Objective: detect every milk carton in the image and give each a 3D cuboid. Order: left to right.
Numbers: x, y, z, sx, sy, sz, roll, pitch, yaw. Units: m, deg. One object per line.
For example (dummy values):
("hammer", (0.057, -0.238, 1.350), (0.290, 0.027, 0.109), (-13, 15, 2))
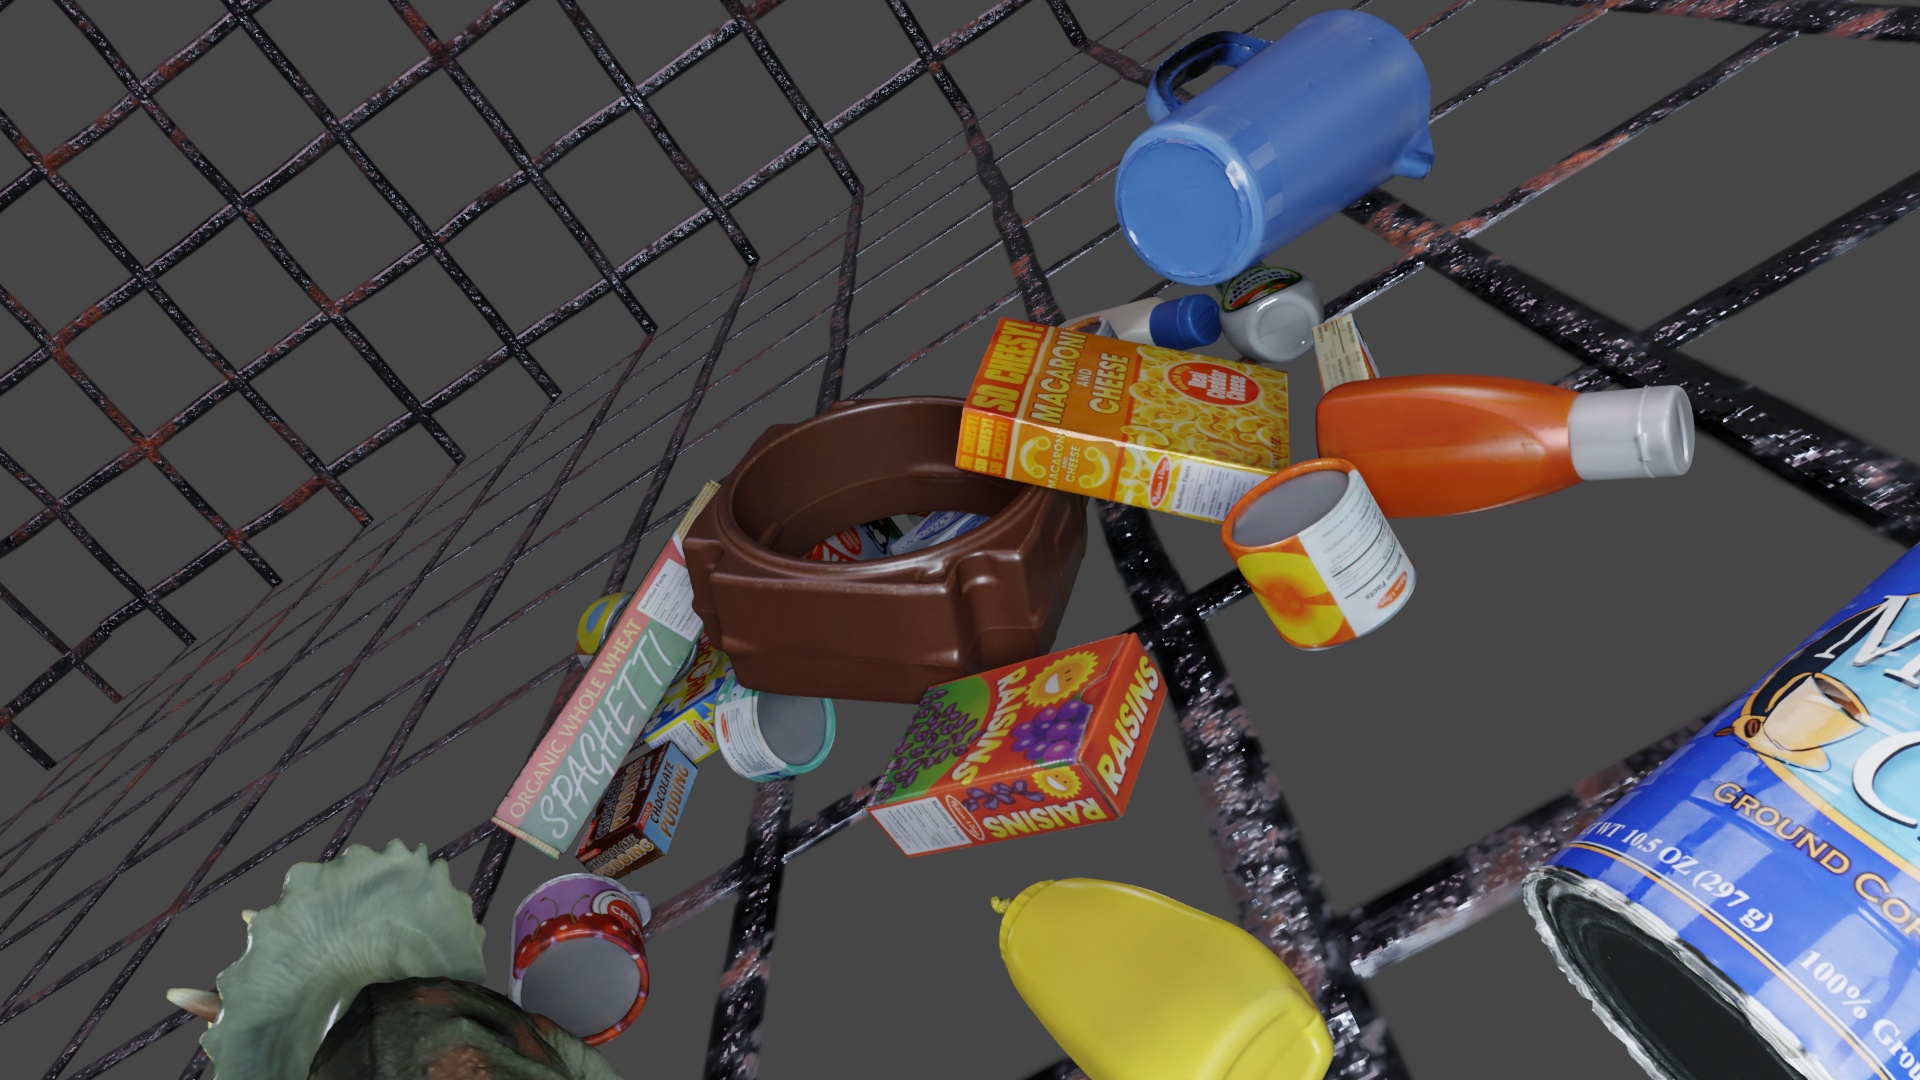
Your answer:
("milk carton", (-0.097, 0.031, 0.918), (0.073, 0.072, 0.191), (-29, 22, 20))

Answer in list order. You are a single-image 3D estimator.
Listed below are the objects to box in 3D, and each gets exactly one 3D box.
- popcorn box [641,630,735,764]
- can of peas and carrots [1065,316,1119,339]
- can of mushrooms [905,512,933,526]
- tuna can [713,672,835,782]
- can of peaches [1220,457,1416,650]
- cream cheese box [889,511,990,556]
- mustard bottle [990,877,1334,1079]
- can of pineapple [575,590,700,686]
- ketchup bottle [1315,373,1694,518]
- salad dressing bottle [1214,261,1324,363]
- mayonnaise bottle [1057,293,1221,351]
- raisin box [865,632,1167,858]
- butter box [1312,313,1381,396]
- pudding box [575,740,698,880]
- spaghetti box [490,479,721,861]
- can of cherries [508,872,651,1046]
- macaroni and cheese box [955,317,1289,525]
("popcorn box", (-0.162, 0.093, 0.934), (0.085, 0.038, 0.127), (-33, 21, 9))
("can of peas and carrots", (0.086, -0.114, 0.969), (0.071, 0.058, 0.071), (-30, 21, 13))
("can of mushrooms", (-0.014, -0.042, 1.003), (0.071, 0.033, 0.071), (-31, 21, 13))
("tuna can", (-0.103, 0.101, 0.789), (0.032, 0.071, 0.071), (-19, 26, 37))
("can of peaches", (0.155, 0.005, 0.610), (0.071, 0.058, 0.071), (-30, 22, 14))
("cream cheese box", (0.003, -0.012, 0.924), (0.104, 0.024, 0.053), (-37, 21, -4))
("mustard bottle", (0.054, 0.148, 0.471), (0.065, 0.048, 0.160), (-42, 21, -17))
("can of pineapple", (-0.214, 0.064, 0.924), (0.071, 0.071, 0.058), (-47, 22, -28))
("ketchup bottle", (0.230, -0.042, 0.597), (0.148, 0.064, 0.044), (-1, 23, 43))
("salad dressing bottle", (0.197, -0.159, 0.917), (0.064, 0.044, 0.148), (-25, 21, 10))
("mayonnaise bottle", (0.123, -0.147, 1.012), (0.148, 0.041, 0.065), (-6, 37, 51))
("raisin box", (0.026, 0.095, 0.641), (0.123, 0.040, 0.086), (-19, 25, 35))
("butter box", (0.203, -0.072, 0.709), (0.024, 0.053, 0.104), (-24, 24, 21))
("pudding box", (-0.195, 0.164, 0.842), (0.049, 0.030, 0.084), (-30, 21, 18))
("spaghetti box", (-0.203, 0.077, 0.870), (0.251, 0.050, 0.028), (-61, 11, -20))
("can of cherries", (-0.187, 0.207, 0.689), (0.071, 0.071, 0.058), (-37, 21, -5))
("macaroni and cheese box", (0.091, -0.065, 0.751), (0.166, 0.040, 0.124), (12, 33, 5))
